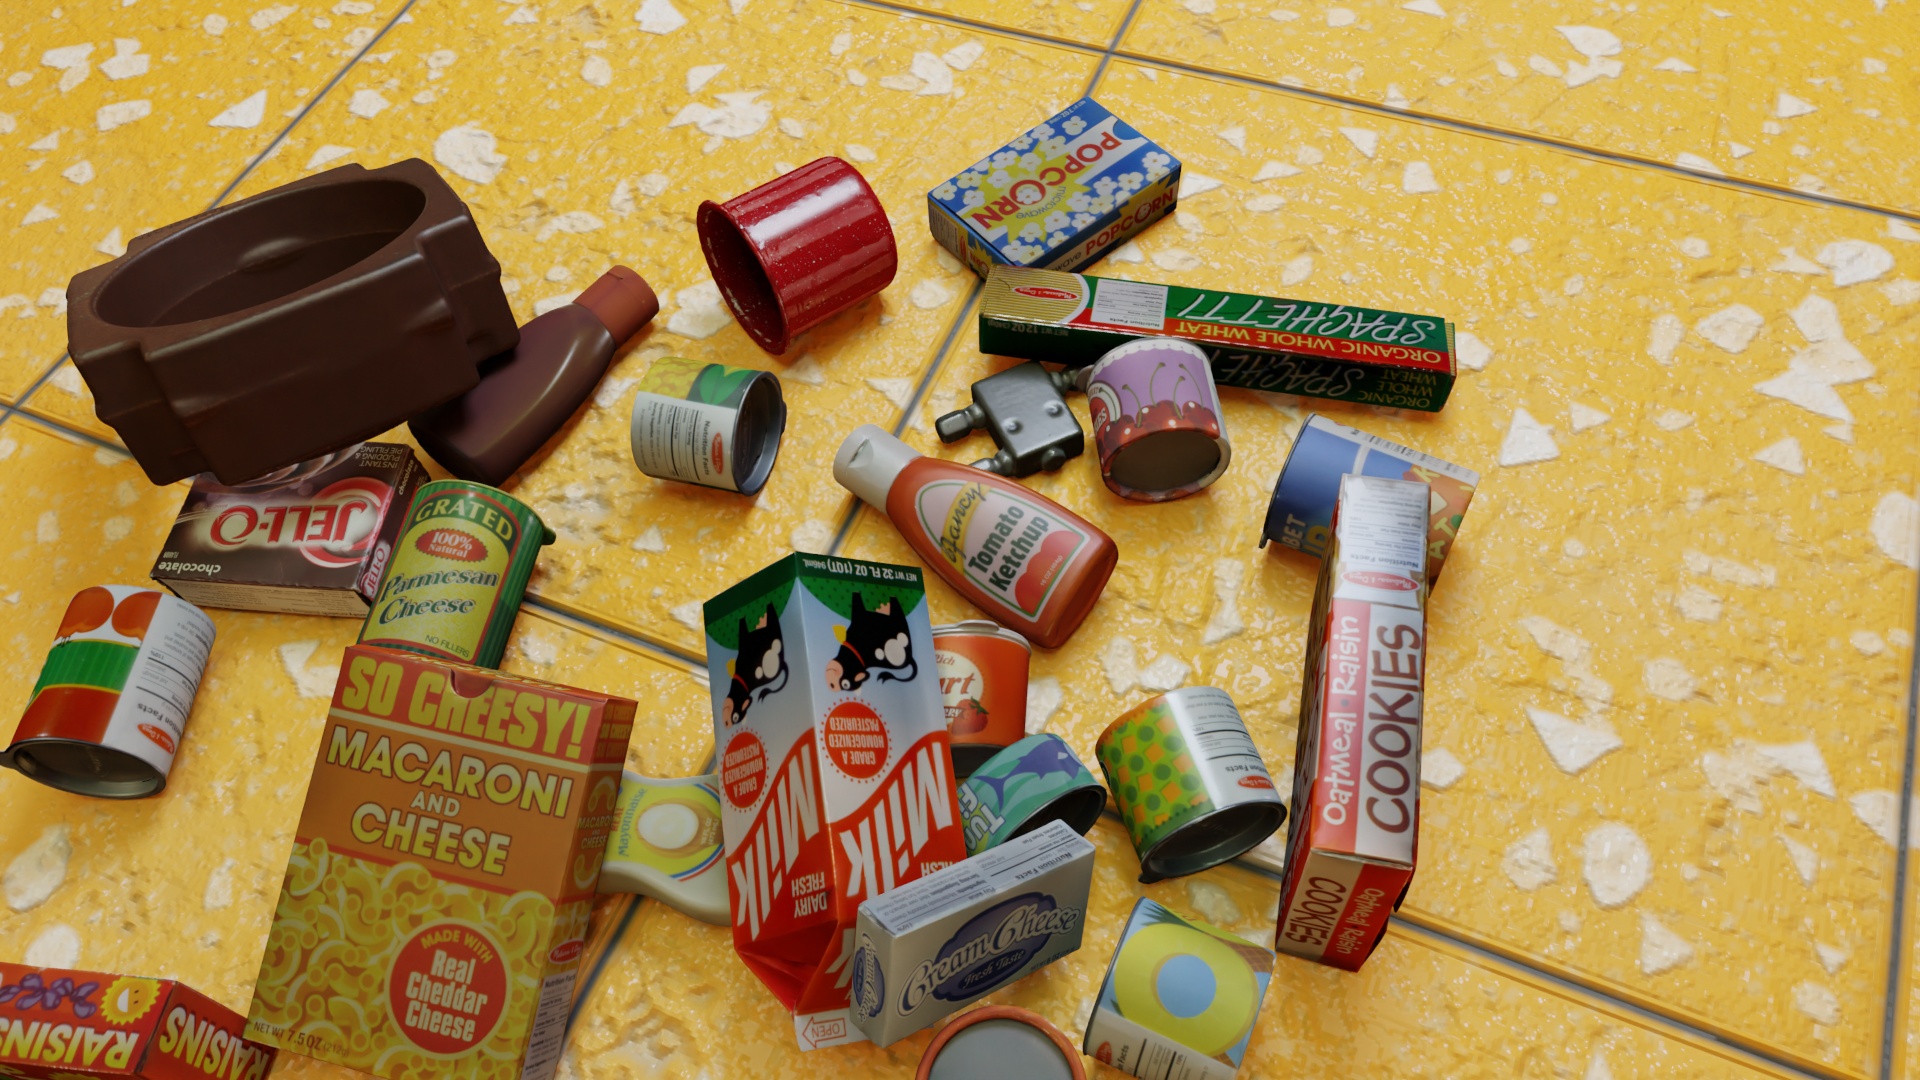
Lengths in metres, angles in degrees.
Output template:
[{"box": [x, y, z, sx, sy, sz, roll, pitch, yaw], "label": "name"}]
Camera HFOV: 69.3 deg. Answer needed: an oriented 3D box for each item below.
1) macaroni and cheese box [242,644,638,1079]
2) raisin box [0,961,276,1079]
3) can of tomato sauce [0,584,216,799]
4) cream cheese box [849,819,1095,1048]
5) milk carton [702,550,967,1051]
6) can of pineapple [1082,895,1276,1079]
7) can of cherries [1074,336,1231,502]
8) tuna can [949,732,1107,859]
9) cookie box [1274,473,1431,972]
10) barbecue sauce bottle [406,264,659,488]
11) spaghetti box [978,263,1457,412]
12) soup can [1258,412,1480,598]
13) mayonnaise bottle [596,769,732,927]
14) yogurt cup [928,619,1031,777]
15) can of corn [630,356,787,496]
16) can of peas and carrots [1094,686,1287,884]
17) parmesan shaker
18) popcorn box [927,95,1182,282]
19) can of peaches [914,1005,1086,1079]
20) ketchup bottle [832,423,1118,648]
[{"box": [-0.216, 0.137, 0.583, 0.124, 0.040, 0.166, 10, 83, 11], "label": "macaroni and cheese box"}, {"box": [-0.358, 0.203, 0.563, 0.123, 0.085, 0.040, 3, 56, 7], "label": "raisin box"}, {"box": [-0.405, 0.072, 0.664, 0.071, 0.071, 0.083, -2, 56, 4], "label": "can of tomato sauce"}, {"box": [0.006, 0.150, 0.538, 0.104, 0.053, 0.024, -14, 29, -38], "label": "cream cheese box"}, {"box": [-0.051, 0.107, 0.576, 0.072, 0.073, 0.191, 9, 64, -42], "label": "milk carton"}, {"box": [0.088, 0.181, 0.549, 0.058, 0.070, 0.071, 20, 61, 16], "label": "can of pineapple"}, {"box": [0.097, -0.060, 0.707, 0.071, 0.071, 0.058, -7, 58, 1], "label": "can of cherries"}, {"box": [0.026, 0.117, 0.595, 0.071, 0.070, 0.033, -32, 58, -15], "label": "tuna can"}, {"box": [0.164, 0.077, 0.576, 0.040, 0.122, 0.168, 8, 58, 11], "label": "cookie box"}, {"box": [-0.231, -0.095, 0.773, 0.065, 0.043, 0.149, 27, 62, 27], "label": "barbecue sauce bottle"}, {"box": [0.135, -0.109, 0.744, 0.250, 0.028, 0.050, 8, 46, 6], "label": "spaghetti box"}, {"box": [0.196, -0.014, 0.669, 0.084, 0.071, 0.071, 23, 62, 18], "label": "soup can"}, {"box": [-0.152, 0.130, 0.618, 0.148, 0.041, 0.065, 7, 61, 9], "label": "mayonnaise bottle"}, {"box": [0.000, 0.074, 0.629, 0.072, 0.072, 0.054, -4, 65, 3], "label": "yogurt cup"}, {"box": [-0.131, -0.061, 0.730, 0.058, 0.070, 0.071, 11, 59, 12], "label": "can of corn"}, {"box": [0.096, 0.105, 0.599, 0.071, 0.070, 0.059, -17, 57, -6], "label": "can of peas and carrots"}, {"box": [-0.247, 0.031, 0.678, 0.071, 0.071, 0.103, 3, 57, 8], "label": "parmesan shaker"}, {"box": [0.055, -0.200, 0.819, 0.127, 0.038, 0.085, -35, 59, -17], "label": "popcorn box"}, {"box": [0.015, 0.218, 0.535, 0.071, 0.057, 0.071, -2, 57, 4], "label": "can of peaches"}, {"box": [0.002, -0.009, 0.693, 0.149, 0.043, 0.065, 32, 86, 24], "label": "ketchup bottle"}]
